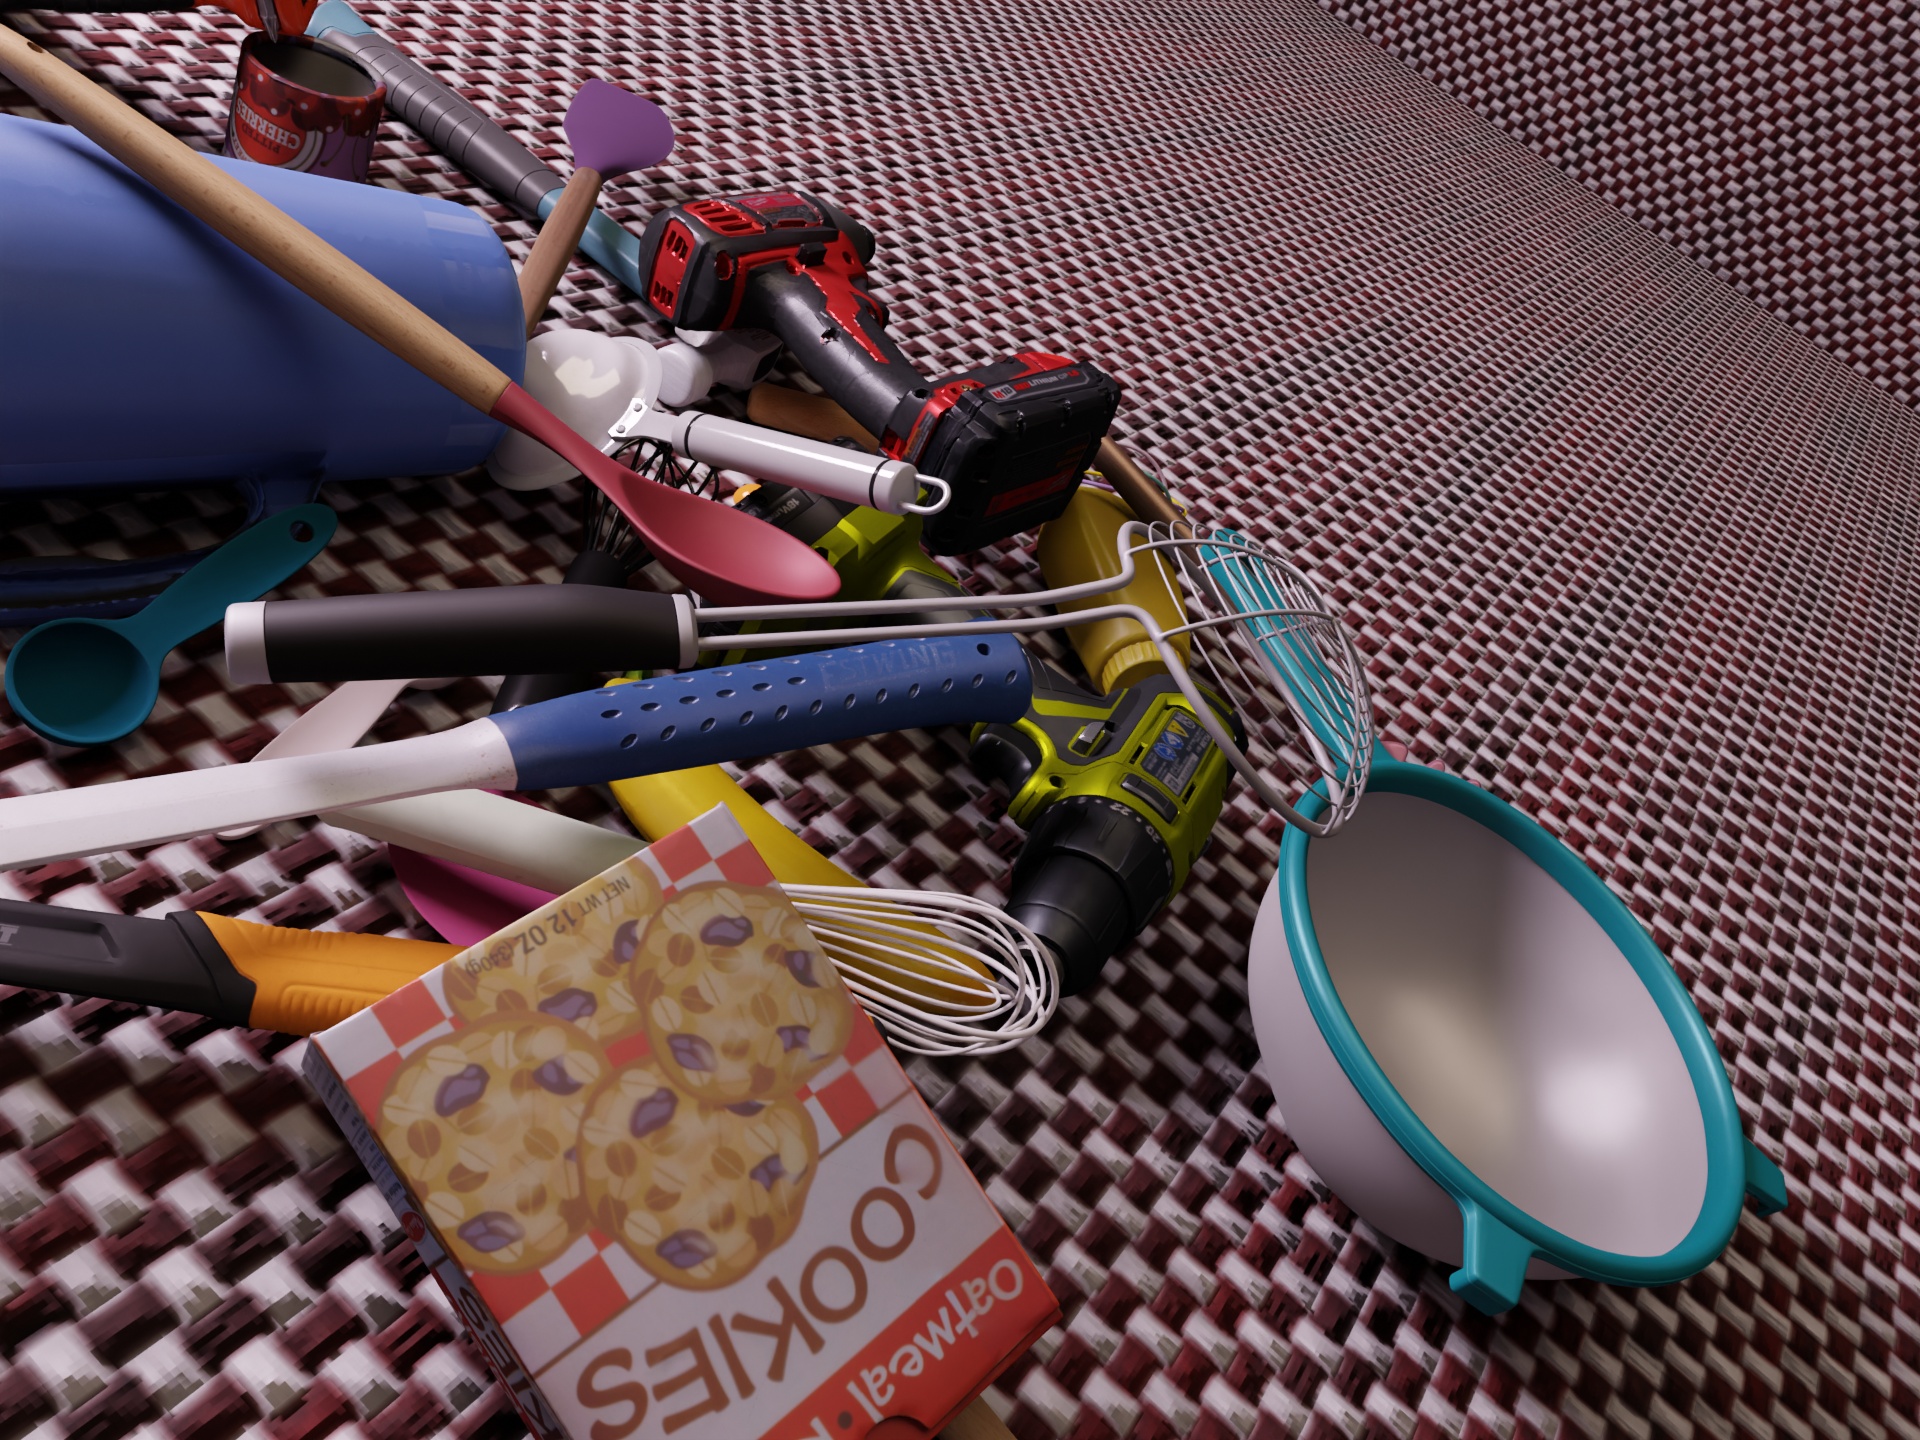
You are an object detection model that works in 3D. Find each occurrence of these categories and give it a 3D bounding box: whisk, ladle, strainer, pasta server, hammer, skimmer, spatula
[{"bbox_3d":[0.007,-0.138,0.838,0.245,0.051,0.047,12,56,-17],"label":"whisk"},{"bbox_3d":[-0.176,-0.124,0.531,0.315,0.031,0.069,35,19,-16],"label":"ladle"},{"bbox_3d":[-0.086,0.057,0.506,0.246,0.059,0.058,18,27,-4],"label":"whisk"},{"bbox_3d":[0.159,0.075,0.635,0.211,0.095,0.341,1,51,-38],"label":"strainer"},{"bbox_3d":[0.162,-0.043,0.792,0.316,0.040,0.060,49,23,2],"label":"pasta server"},{"bbox_3d":[-0.226,-0.283,0.846,0.331,0.033,0.128,39,37,10],"label":"hammer"},{"bbox_3d":[-0.029,-0.010,0.502,0.363,0.090,0.127,-3,51,-18],"label":"skimmer"},{"bbox_3d":[-0.191,-0.262,0.804,0.059,0.018,0.316,20,38,-15],"label":"spatula"},{"bbox_3d":[-0.148,0.006,0.467,0.405,0.035,0.144,-11,52,-37],"label":"hammer"},{"bbox_3d":[-0.109,-0.115,0.620,0.259,0.050,0.087,19,66,30],"label":"strainer"},{"bbox_3d":[-0.181,0.067,0.443,0.336,0.034,0.127,13,42,-17],"label":"hammer"},{"bbox_3d":[-0.140,-0.055,0.627,0.055,0.055,0.239,23,38,-11],"label":"whisk"}]

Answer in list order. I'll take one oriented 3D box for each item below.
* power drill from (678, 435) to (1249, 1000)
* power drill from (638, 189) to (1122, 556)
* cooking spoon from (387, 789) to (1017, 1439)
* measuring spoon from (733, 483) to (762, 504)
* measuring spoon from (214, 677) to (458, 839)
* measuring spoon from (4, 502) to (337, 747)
[{"bbox_3d":[-0.001,-0.002,0.642,0.228,0.080,0.191,37,36,4],"label":"power drill"},{"bbox_3d":[-0.038,-0.183,0.775,0.220,0.078,0.143,41,39,18],"label":"power drill"},{"bbox_3d":[-0.070,0.130,0.483,0.319,0.017,0.069,44,37,18],"label":"cooking spoon"},{"bbox_3d":[-0.059,-0.075,0.738,0.117,0.011,0.021,39,36,10],"label":"measuring spoon"},{"bbox_3d":[-0.210,0.003,0.540,0.034,0.018,0.124,32,42,0],"label":"measuring spoon"},{"bbox_3d":[-0.255,-0.034,0.524,0.042,0.021,0.129,48,46,-10],"label":"measuring spoon"}]
